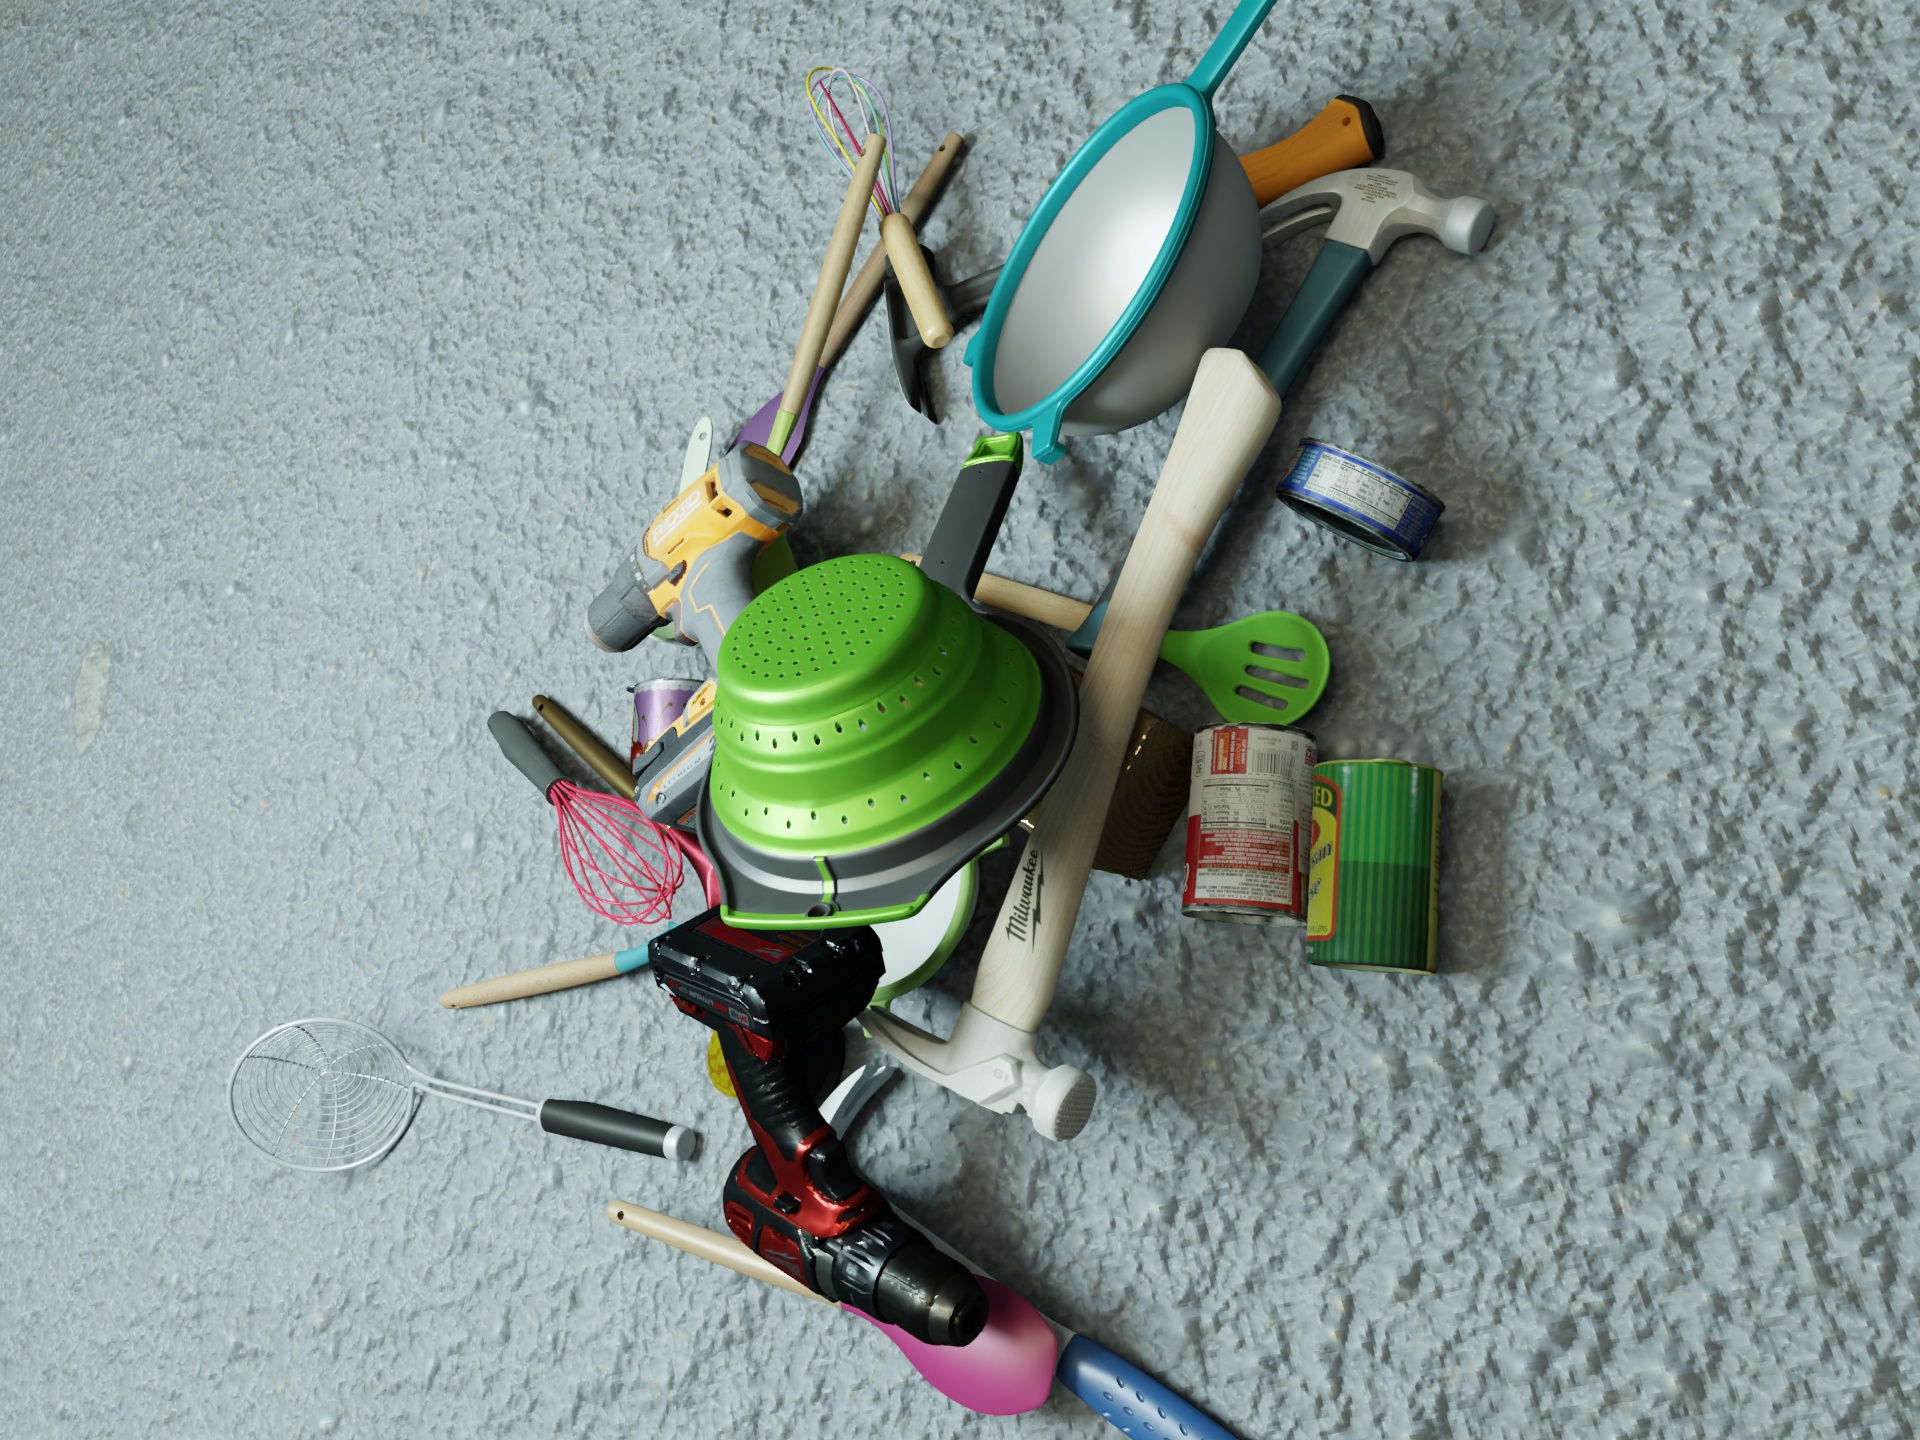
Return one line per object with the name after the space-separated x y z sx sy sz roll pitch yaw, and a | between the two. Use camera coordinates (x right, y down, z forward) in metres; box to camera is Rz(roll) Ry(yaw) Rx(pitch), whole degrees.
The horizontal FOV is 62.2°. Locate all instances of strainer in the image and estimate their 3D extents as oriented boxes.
0.136 -0.292 0.883 0.340 0.095 0.211 -55 26 18 | strainer
-0.079 0.070 0.995 0.257 0.069 0.151 36 100 32 | strainer

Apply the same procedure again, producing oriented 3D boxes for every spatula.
-0.088 -0.273 1.118 0.060 0.018 0.316 39 100 34 | spatula
-0.254 0.178 1.087 0.317 0.082 0.044 -16 44 32 | spatula

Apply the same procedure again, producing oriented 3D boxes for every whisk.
-0.055 -0.349 1.066 0.051 0.047 0.245 -29 66 20 | whisk
-0.269 0.058 1.099 0.296 0.073 0.073 34 97 47 | whisk

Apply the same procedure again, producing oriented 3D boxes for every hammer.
0.067 0.000 0.838 0.146 0.038 0.410 19 89 35 | hammer
0.164 -0.173 0.915 0.128 0.033 0.331 32 89 34 | hammer
0.052 0.336 0.870 0.406 0.035 0.144 26 92 33 | hammer
0.101 -0.299 1.001 0.337 0.034 0.127 -16 69 27 | hammer

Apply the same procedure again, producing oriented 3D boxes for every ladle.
-0.095 -0.227 1.058 0.078 0.062 0.320 28 102 53 | ladle
-0.214 0.063 1.105 0.316 0.031 0.069 37 96 34 | ladle

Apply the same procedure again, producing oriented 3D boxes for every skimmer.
-0.350 0.278 1.096 0.363 0.090 0.127 3 112 29 | skimmer

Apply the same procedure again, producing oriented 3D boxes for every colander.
-0.033 -0.069 0.832 0.204 0.094 0.397 -6 40 23 | colander

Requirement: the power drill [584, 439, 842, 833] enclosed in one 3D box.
-0.163 -0.038 0.984 0.185 0.084 0.226 -36 52 30 | power drill

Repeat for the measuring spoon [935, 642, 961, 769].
-0.001 -0.003 0.876 0.042 0.021 0.129 -33 51 32 | measuring spoon

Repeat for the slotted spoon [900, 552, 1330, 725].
0.083 -0.060 0.957 0.314 0.031 0.070 20 89 35 | slotted spoon

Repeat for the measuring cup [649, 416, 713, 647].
-0.185 -0.132 1.131 0.083 0.038 0.168 0 76 31 | measuring cup

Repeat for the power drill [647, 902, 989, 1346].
-0.071 0.216 0.842 0.188 0.080 0.226 13 120 46 | power drill

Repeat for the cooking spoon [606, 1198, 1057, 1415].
-0.086 0.327 0.923 0.319 0.017 0.069 7 81 32 | cooking spoon
